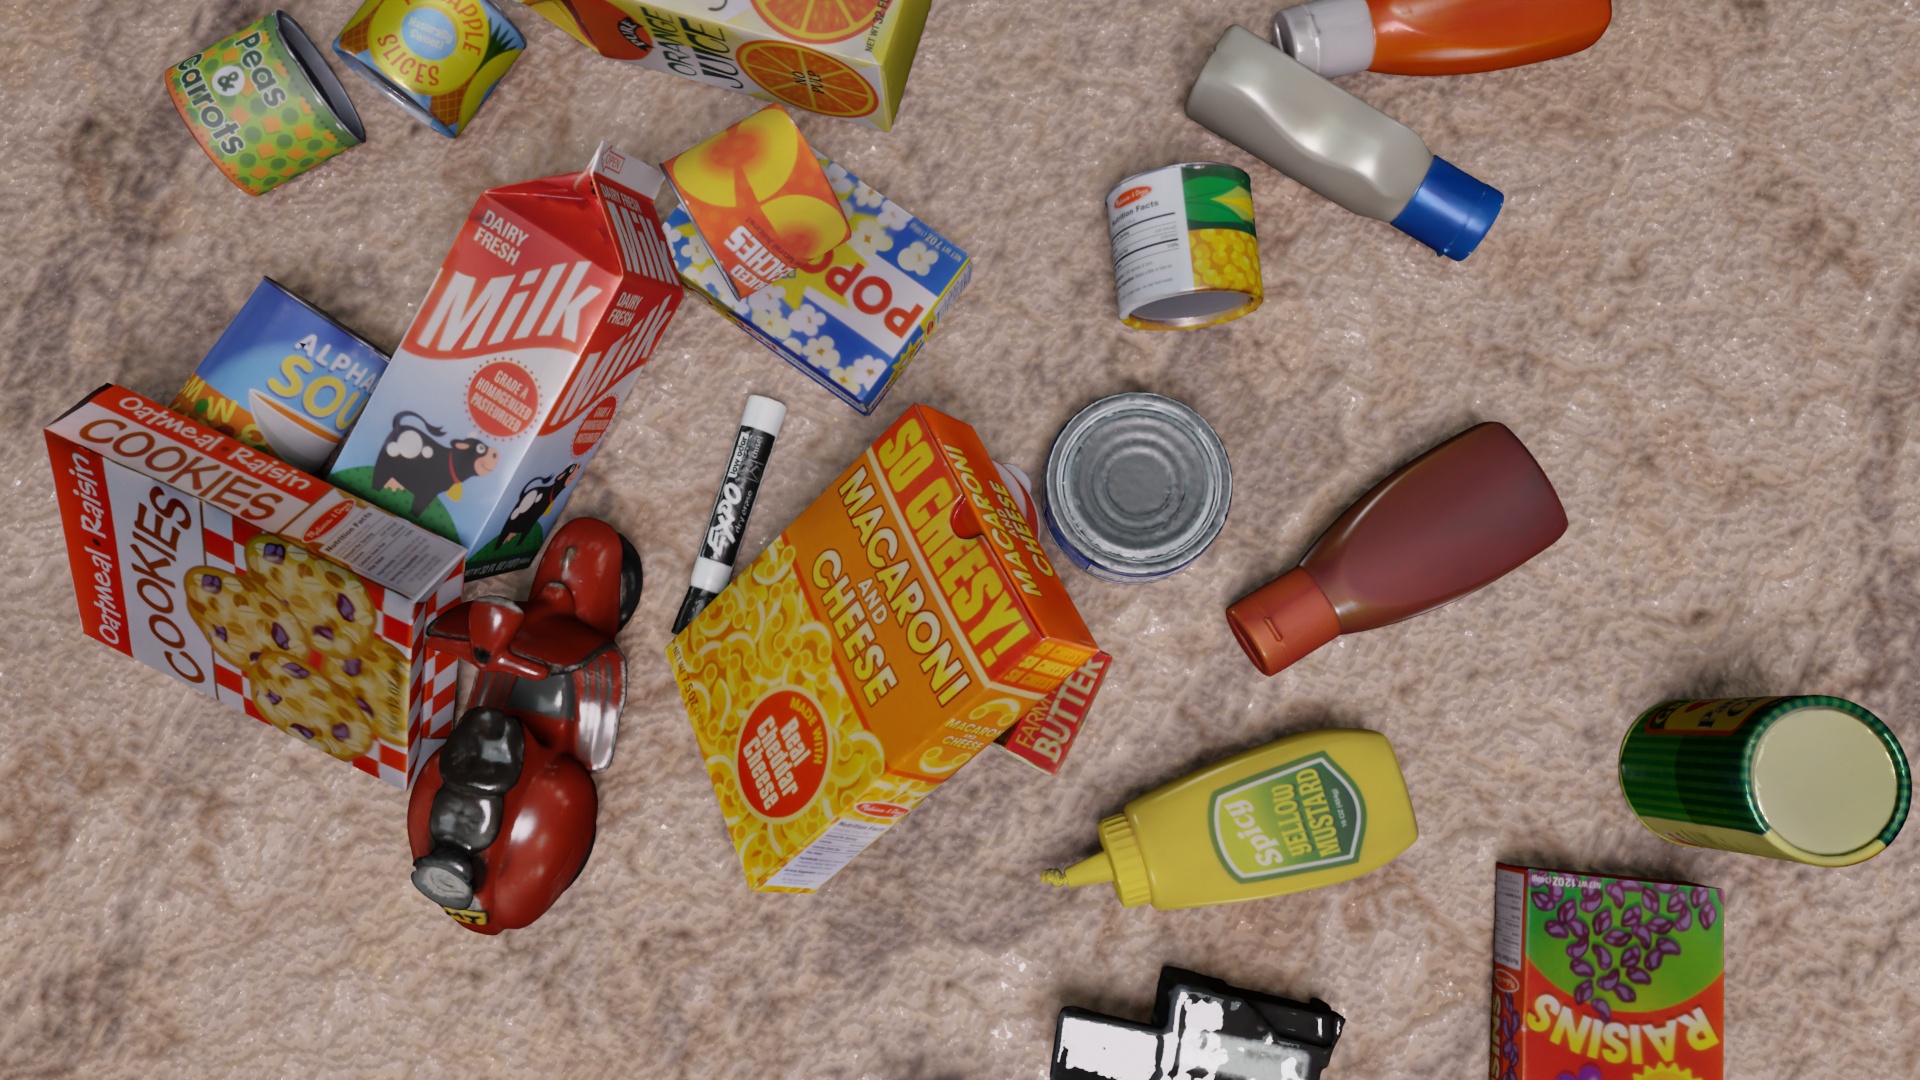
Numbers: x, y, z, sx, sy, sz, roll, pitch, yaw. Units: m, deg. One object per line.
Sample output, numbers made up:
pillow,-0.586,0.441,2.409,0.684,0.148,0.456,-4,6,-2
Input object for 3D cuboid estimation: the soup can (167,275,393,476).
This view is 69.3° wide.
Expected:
soup can,-0.304,-0.065,0.624,0.071,0.071,0.084,32,84,5

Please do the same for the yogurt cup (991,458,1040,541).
yogurt cup,0.002,-0.008,0.619,0.072,0.054,0.072,0,82,1

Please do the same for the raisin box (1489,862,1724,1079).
raisin box,0.274,0.205,0.593,0.086,0.040,0.123,5,80,1

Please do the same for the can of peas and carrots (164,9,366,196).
can of peas and carrots,-0.322,-0.202,0.643,0.059,0.071,0.071,-29,83,-3

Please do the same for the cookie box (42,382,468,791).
cookie box,-0.295,0.022,0.589,0.167,0.122,0.040,25,40,4

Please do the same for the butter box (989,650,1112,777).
butter box,0.035,0.068,0.583,0.024,0.103,0.053,27,83,0

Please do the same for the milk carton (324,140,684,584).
milk carton,-0.187,-0.082,0.601,0.073,0.072,0.190,33,97,5

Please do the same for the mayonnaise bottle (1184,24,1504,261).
mayonnaise bottle,0.176,-0.181,0.641,0.148,0.065,0.041,30,91,1

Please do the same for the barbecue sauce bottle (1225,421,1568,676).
barbecue sauce bottle,0.191,0.008,0.620,0.148,0.043,0.065,-30,82,-3

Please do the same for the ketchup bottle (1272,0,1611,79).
ketchup bottle,0.225,-0.249,0.658,0.149,0.043,0.065,-13,81,-1

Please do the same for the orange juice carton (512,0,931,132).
orange juice carton,-0.115,-0.261,0.649,0.193,0.073,0.072,16,82,3

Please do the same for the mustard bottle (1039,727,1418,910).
mustard bottle,0.113,0.128,0.600,0.160,0.048,0.065,-16,80,-2

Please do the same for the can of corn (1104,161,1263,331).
can of corn,0.104,-0.132,0.632,0.071,0.071,0.058,-5,83,0

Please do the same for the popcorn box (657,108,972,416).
popcorn box,-0.069,-0.128,0.646,0.127,0.038,0.085,35,85,5

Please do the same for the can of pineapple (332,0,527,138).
can of pineapple,-0.247,-0.231,0.647,0.071,0.071,0.058,33,84,5

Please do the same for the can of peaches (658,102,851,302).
can of peaches,-0.086,-0.143,0.594,0.058,0.071,0.071,-30,83,-4

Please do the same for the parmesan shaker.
parmesan shaker,0.332,0.097,0.575,0.071,0.103,0.071,0,82,1

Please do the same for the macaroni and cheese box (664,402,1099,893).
macaroni and cheese box,-0.039,0.045,0.561,0.166,0.040,0.124,-43,54,21
